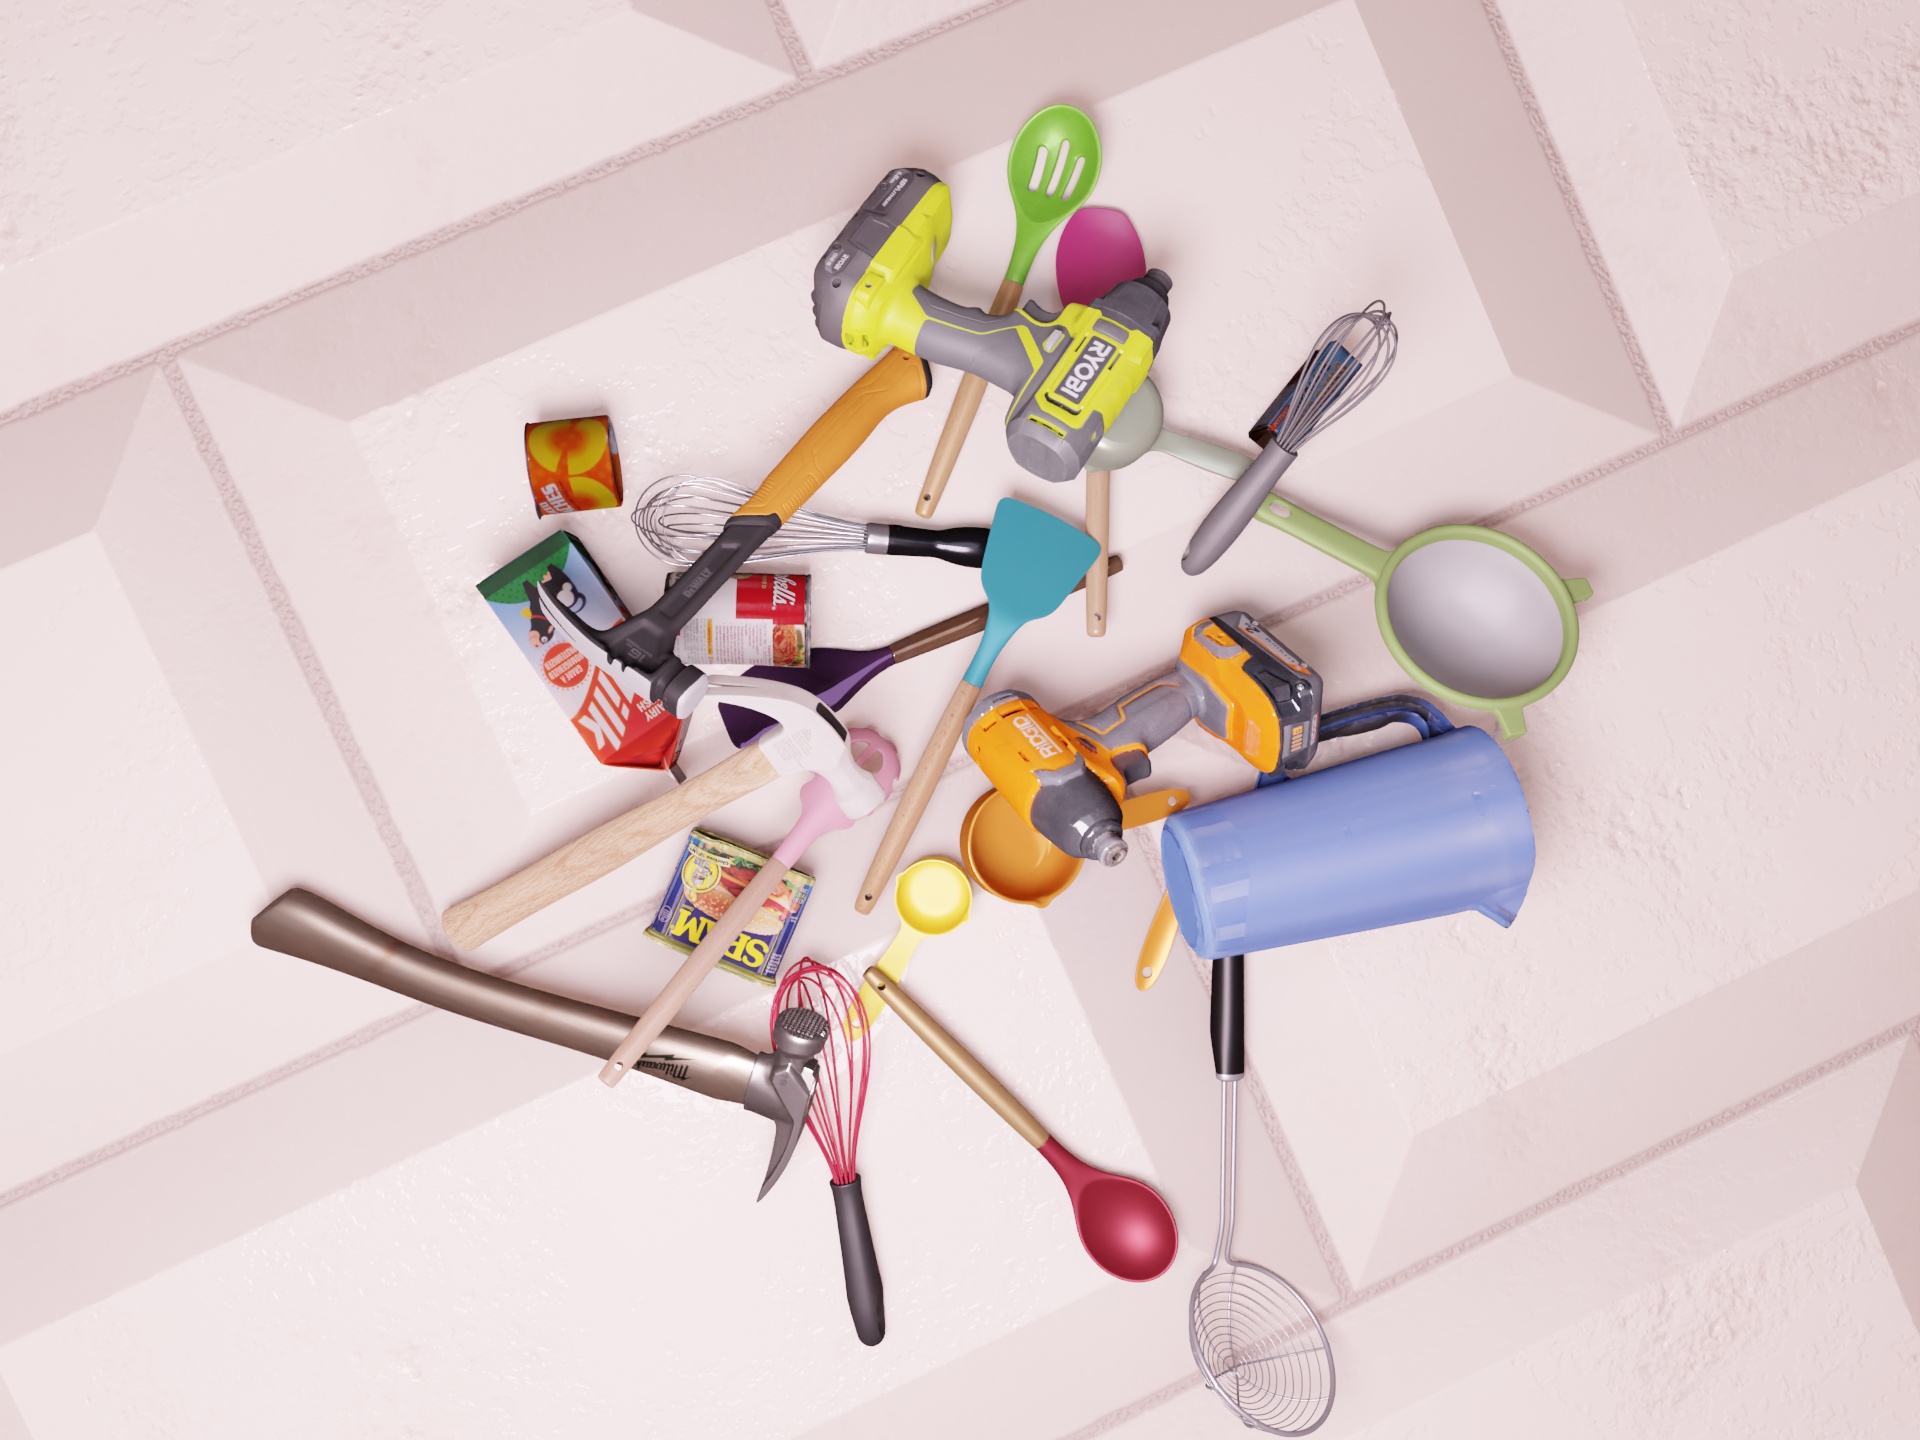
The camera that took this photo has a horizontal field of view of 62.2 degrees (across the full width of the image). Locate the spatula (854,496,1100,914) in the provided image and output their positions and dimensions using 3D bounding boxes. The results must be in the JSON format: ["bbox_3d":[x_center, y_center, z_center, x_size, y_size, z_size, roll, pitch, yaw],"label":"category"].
[{"bbox_3d":[-0.002,-0.004,1.144,0.082,0.044,0.317,26,96,-4],"label":"spatula"}]

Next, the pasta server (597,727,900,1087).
[{"bbox_3d":[-0.141,0.121,1.093,0.060,0.040,0.316,37,66,2],"label":"pasta server"}]

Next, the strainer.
[{"bbox_3d":[0.324,-0.090,1.178,0.256,0.069,0.151,30,66,9],"label":"strainer"}]

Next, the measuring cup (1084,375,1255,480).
[{"bbox_3d":[0.151,-0.206,1.147,0.167,0.038,0.083,18,83,-9],"label":"measuring cup"}]

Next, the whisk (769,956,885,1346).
[{"bbox_3d":[-0.086,0.313,1.151,0.073,0.073,0.296,-10,97,-5],"label":"whisk"}]

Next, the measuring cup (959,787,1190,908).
[{"bbox_3d":[0.082,0.078,1.167,0.173,0.052,0.095,-15,91,-14],"label":"measuring cup"}]

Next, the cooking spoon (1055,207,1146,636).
[{"bbox_3d":[0.101,-0.220,1.168,0.068,0.017,0.319,1,86,-8],"label":"cooking spoon"}]

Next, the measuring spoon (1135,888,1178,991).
[{"bbox_3d":[0.154,0.148,1.194,0.021,0.011,0.117,19,93,-10],"label":"measuring spoon"}]

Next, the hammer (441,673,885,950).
[{"bbox_3d":[-0.223,0.074,1.089,0.331,0.031,0.130,-28,111,16],"label":"hammer"}]

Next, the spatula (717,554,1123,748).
[{"bbox_3d":[-0.027,-0.060,1.167,0.316,0.018,0.060,-22,76,-5],"label":"spatula"}]

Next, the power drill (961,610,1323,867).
[{"bbox_3d":[0.136,0.017,1.098,0.226,0.164,0.084,-20,131,-18],"label":"power drill"}]

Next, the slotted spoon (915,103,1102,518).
[{"bbox_3d":[0.027,-0.296,1.165,0.070,0.031,0.314,21,91,13],"label":"slotted spoon"}]

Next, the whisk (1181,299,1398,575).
[{"bbox_3d":[0.229,-0.195,1.131,0.055,0.055,0.239,33,120,-5],"label":"whisk"}]

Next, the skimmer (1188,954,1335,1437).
[{"bbox_3d":[0.219,0.325,1.161,0.127,0.090,0.363,1,88,-38],"label":"skimmer"}]

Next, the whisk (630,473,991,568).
[{"bbox_3d":[-0.092,-0.134,1.142,0.284,0.070,0.070,4,91,-10],"label":"whisk"}]

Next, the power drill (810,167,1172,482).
[{"bbox_3d":[0.025,-0.283,1.103,0.223,0.080,0.171,30,72,11],"label":"power drill"}]

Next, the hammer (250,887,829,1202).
[{"bbox_3d":[-0.301,0.212,1.113,0.410,0.038,0.146,17,113,4],"label":"hammer"}]

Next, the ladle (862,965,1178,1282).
[{"bbox_3d":[0.041,0.293,1.168,0.069,0.031,0.315,-45,97,-3],"label":"ladle"}]

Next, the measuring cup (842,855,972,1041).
[{"bbox_3d":[-0.044,0.169,1.172,0.062,0.029,0.156,31,100,-1],"label":"measuring cup"}]

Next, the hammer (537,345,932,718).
[{"bbox_3d":[-0.133,-0.152,1.083,0.127,0.034,0.337,34,62,10],"label":"hammer"}]
